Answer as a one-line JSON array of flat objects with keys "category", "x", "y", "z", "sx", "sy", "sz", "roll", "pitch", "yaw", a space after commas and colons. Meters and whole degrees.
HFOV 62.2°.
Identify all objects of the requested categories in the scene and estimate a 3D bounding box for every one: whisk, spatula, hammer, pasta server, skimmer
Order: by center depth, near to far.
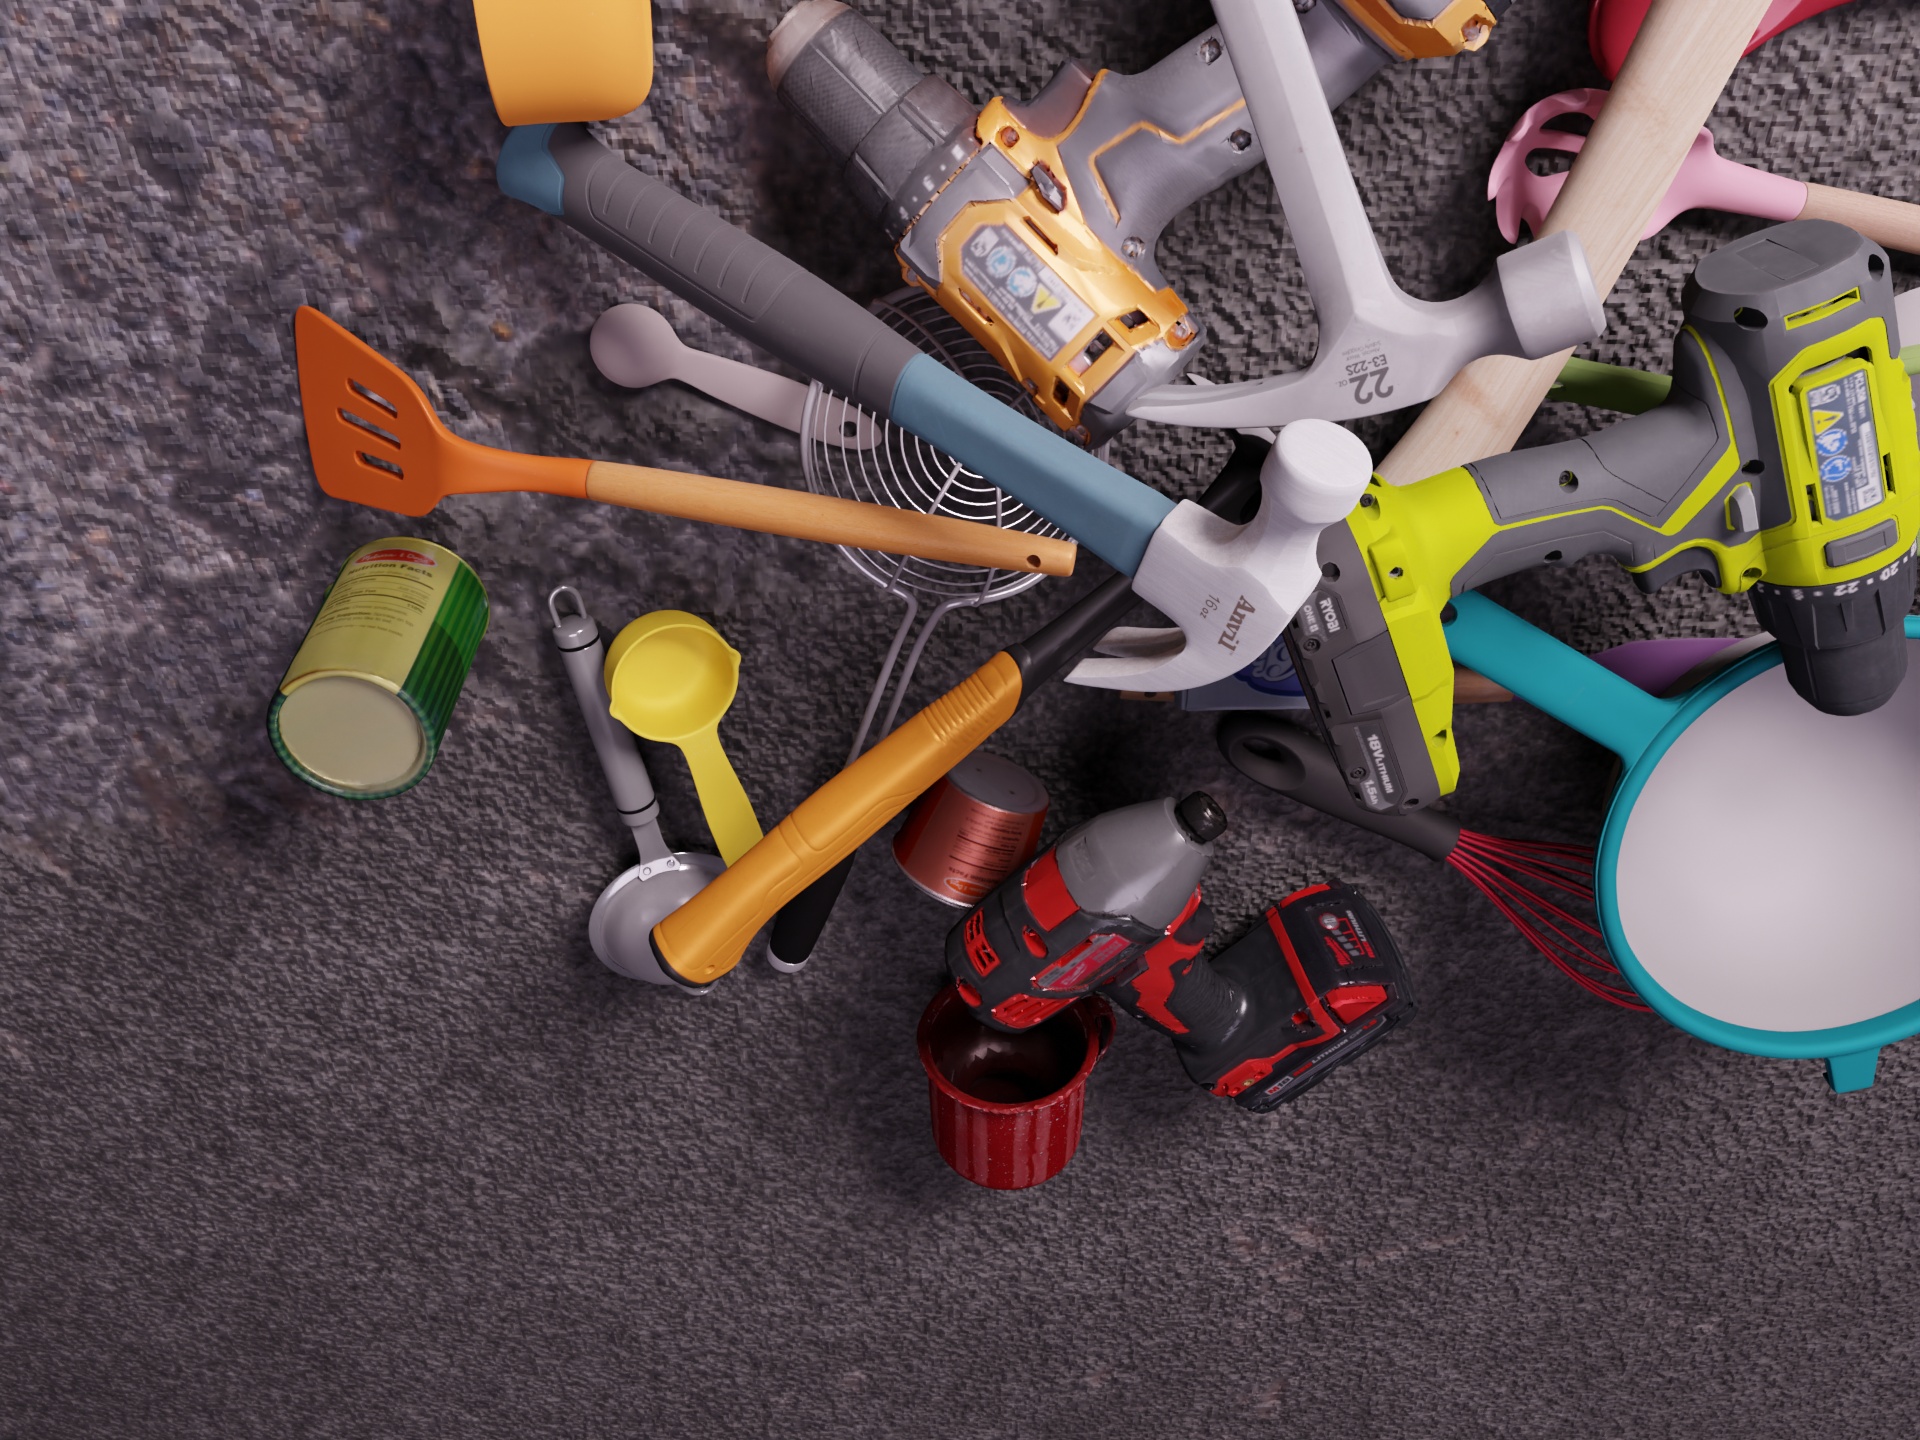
[{"category": "hammer", "x": 0.051, "y": -0.275, "z": 0.452, "sx": 0.144, "sy": 0.035, "sz": 0.405, "roll": -17, "pitch": 107, "yaw": 25}, {"category": "hammer", "x": -0.028, "y": -0.121, "z": 0.539, "sx": 0.331, "sy": 0.033, "sz": 0.128, "roll": 34, "pitch": 141, "yaw": 14}, {"category": "hammer", "x": 0.242, "y": -0.200, "z": 0.543, "sx": 0.146, "sy": 0.038, "sz": 0.410, "roll": 5, "pitch": 135, "yaw": -14}, {"category": "spatula", "x": -0.114, "y": -0.092, "z": 0.609, "sx": 0.322, "sy": 0.041, "sz": 0.081, "roll": 10, "pitch": 122, "yaw": 7}, {"category": "pasta server", "x": 0.346, "y": -0.189, "z": 0.609, "sx": 0.316, "sy": 0.040, "sz": 0.060, "roll": 9, "pitch": 134, "yaw": -10}, {"category": "hammer", "x": -0.001, "y": -0.002, "z": 0.653, "sx": 0.337, "sy": 0.034, "sz": 0.127, "roll": -40, "pitch": 154, "yaw": 9}, {"category": "skimmer", "x": -0.038, "y": -0.021, "z": 0.718, "sx": 0.127, "sy": 0.090, "sz": 0.363, "roll": 8, "pitch": 135, "yaw": -16}, {"category": "spatula", "x": 0.230, "y": -0.015, "z": 0.740, "sx": 0.316, "sy": 0.018, "sz": 0.059, "roll": 0, "pitch": 126, "yaw": -4}, {"category": "whisk", "x": 0.253, "y": 0.066, "z": 0.778, "sx": 0.295, "sy": 0.073, "sz": 0.073, "roll": 26, "pitch": 121, "yaw": -11}]

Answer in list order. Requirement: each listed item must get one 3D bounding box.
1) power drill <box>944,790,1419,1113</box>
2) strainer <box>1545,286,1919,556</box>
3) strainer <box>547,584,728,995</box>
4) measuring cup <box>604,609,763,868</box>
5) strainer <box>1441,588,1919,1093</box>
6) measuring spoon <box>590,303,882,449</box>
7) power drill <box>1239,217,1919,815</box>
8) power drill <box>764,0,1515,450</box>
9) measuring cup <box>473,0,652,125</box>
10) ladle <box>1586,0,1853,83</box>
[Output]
[{"category": "power drill", "x": 0.112, "y": 0.106, "z": 0.746, "sx": 0.219, "sy": 0.079, "sz": 0.143, "roll": 26, "pitch": 122, "yaw": -40}, {"category": "strainer", "x": 0.345, "y": -0.139, "z": 0.634, "sx": 0.256, "sy": 0.069, "sz": 0.151, "roll": 13, "pitch": 162, "yaw": 9}, {"category": "strainer", "x": -0.153, "y": 0.050, "z": 0.758, "sx": 0.087, "sy": 0.050, "sz": 0.258, "roll": -18, "pitch": 122, "yaw": -9}, {"category": "measuring cup", "x": -0.119, "y": 0.016, "z": 0.734, "sx": 0.062, "sy": 0.029, "sz": 0.156, "roll": -26, "pitch": 128, "yaw": -13}, {"category": "strainer", "x": 0.322, "y": 0.010, "z": 0.707, "sx": 0.340, "sy": 0.095, "sz": 0.211, "roll": 28, "pitch": 110, "yaw": -10}, {"category": "measuring spoon", "x": -0.089, "y": -0.132, "z": 0.642, "sx": 0.124, "sy": 0.018, "sz": 0.034, "roll": 18, "pitch": 123, "yaw": -16}, {"category": "power drill", "x": 0.238, "y": -0.052, "z": 0.591, "sx": 0.228, "sy": 0.080, "sz": 0.190, "roll": -22, "pitch": 120, "yaw": 10}, {"category": "power drill", "x": 0.058, "y": -0.229, "z": 0.534, "sx": 0.185, "sy": 0.084, "sz": 0.226, "roll": 44, "pitch": 116, "yaw": -6}, {"category": "measuring cup", "x": -0.128, "y": -0.282, "z": 0.508, "sx": 0.052, "sy": 0.095, "sz": 0.173, "roll": -2, "pitch": 107, "yaw": -7}, {"category": "ladle", "x": 0.373, "y": -0.270, "z": 0.559, "sx": 0.315, "sy": 0.031, "sz": 0.069, "roll": -6, "pitch": 133, "yaw": 0}]
